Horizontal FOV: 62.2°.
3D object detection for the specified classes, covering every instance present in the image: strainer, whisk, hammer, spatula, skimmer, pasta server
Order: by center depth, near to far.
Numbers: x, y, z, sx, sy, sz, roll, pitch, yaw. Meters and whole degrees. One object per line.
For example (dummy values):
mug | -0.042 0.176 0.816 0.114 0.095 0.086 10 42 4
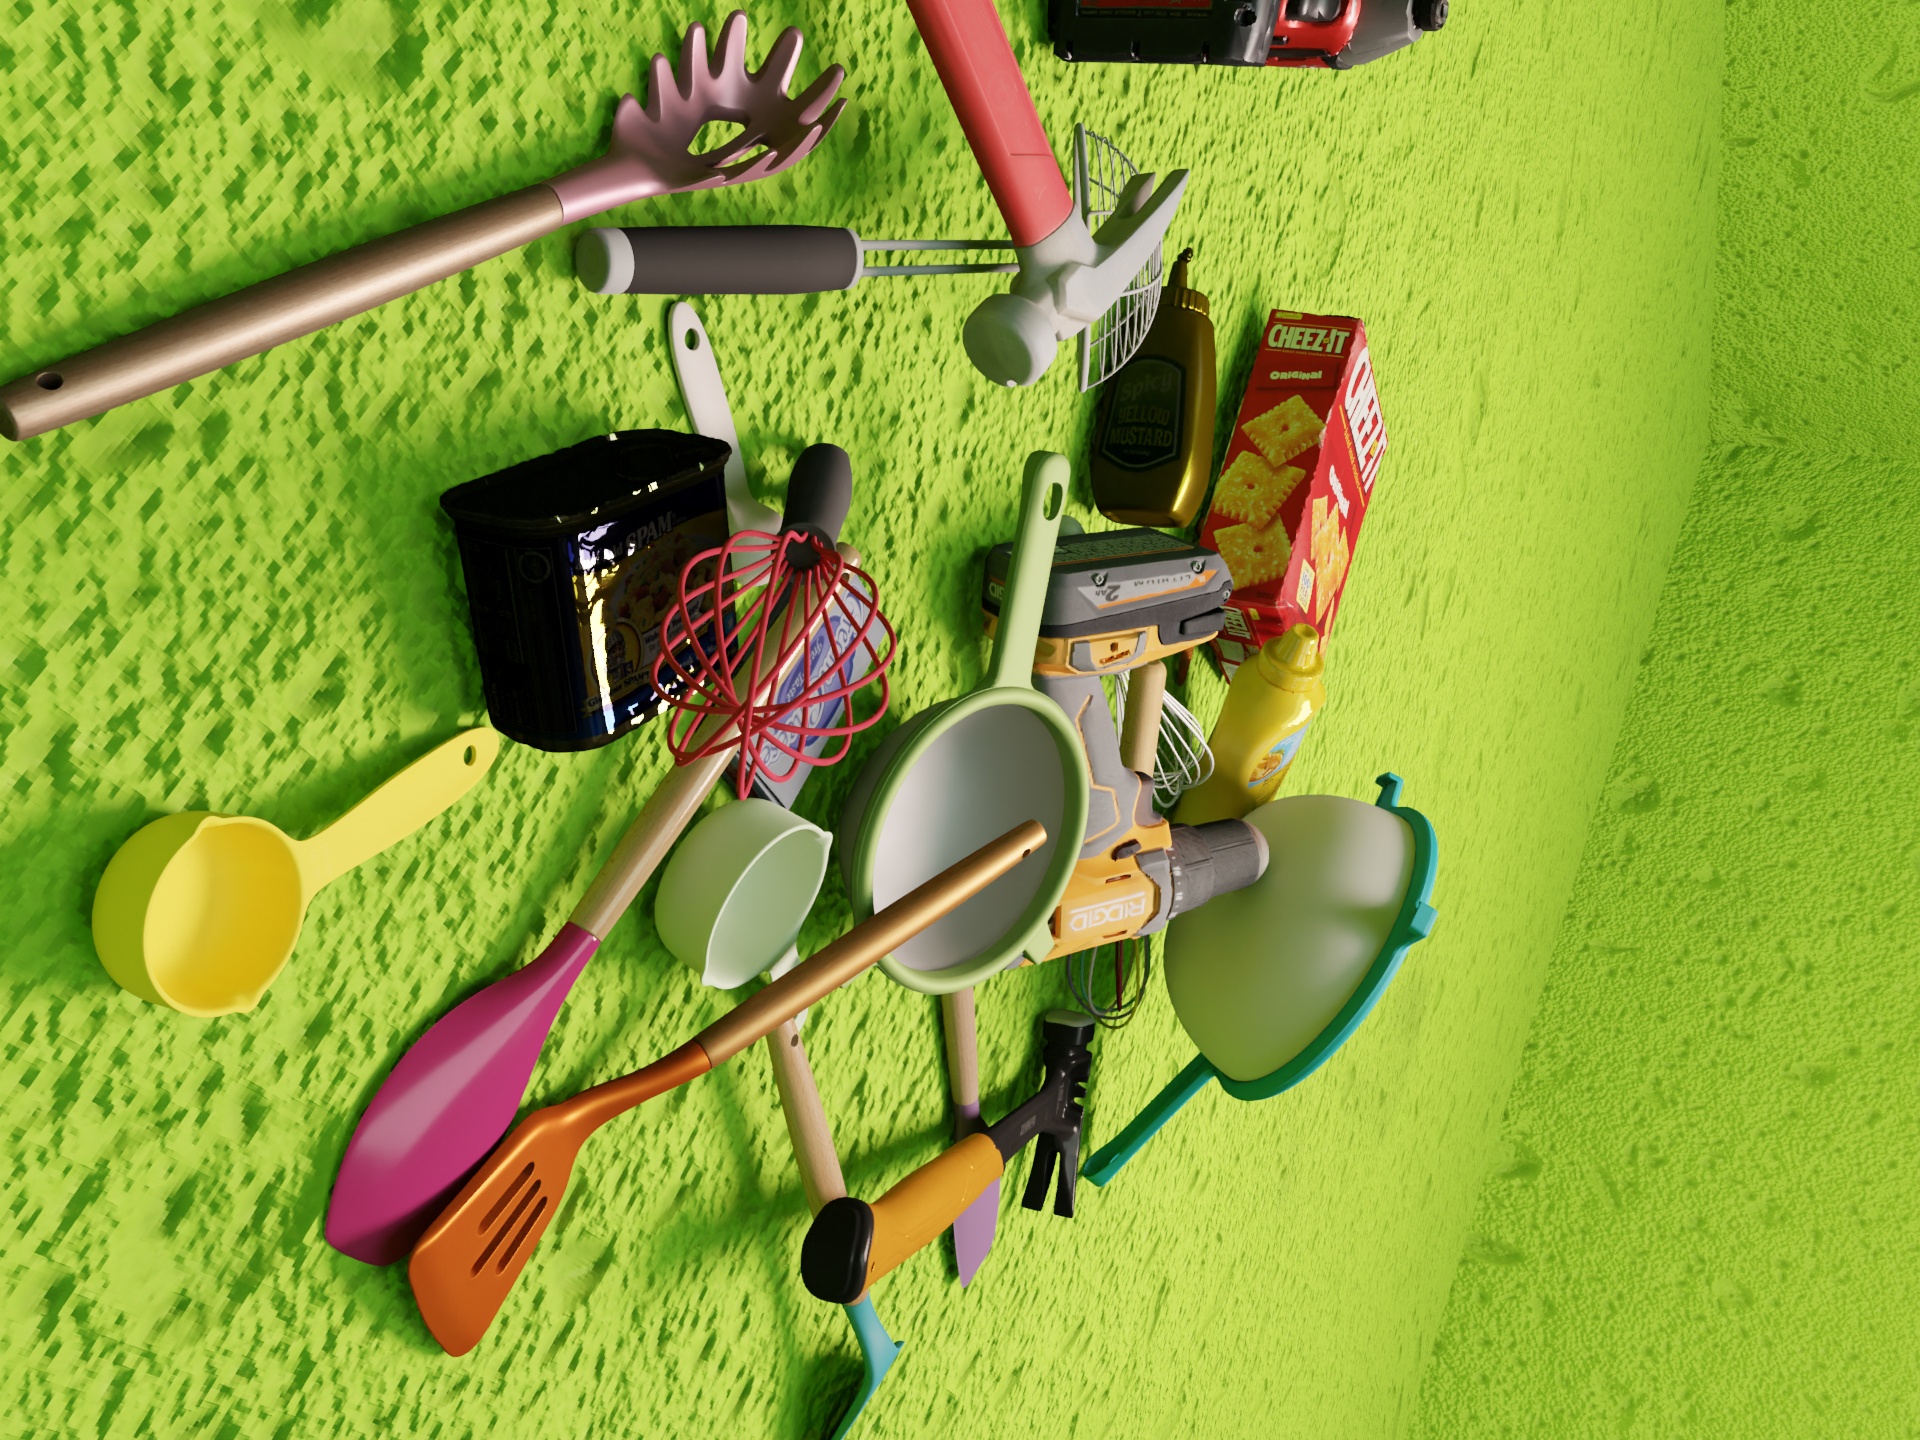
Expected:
pasta server | -0.146 -0.157 0.490 0.316 0.060 0.040 -42 171 -42
whisk | -0.055 -0.052 0.547 0.296 0.073 0.073 -92 180 -68
hammer | -0.018 -0.320 0.575 0.143 0.038 0.385 -53 132 -29
spatula | -0.080 0.129 0.647 0.322 0.041 0.081 -31 142 -28
skimmer | -0.026 -0.198 0.688 0.363 0.090 0.127 -18 112 -45
strainer | -0.001 -0.002 0.748 0.151 0.069 0.256 2 102 -47
spatula | -0.067 0.259 0.773 0.082 0.044 0.317 -44 136 -44
hammer | 0.004 0.244 0.842 0.336 0.034 0.127 0 97 -68
spatula | 0.002 0.189 0.887 0.060 0.018 0.315 -45 138 -50
whisk | 0.097 -0.031 0.940 0.246 0.058 0.059 58 44 -44
whisk | 0.102 0.079 0.952 0.047 0.051 0.244 -110 -158 -65
strainer | 0.155 0.167 1.011 0.340 0.095 0.211 -52 -173 23

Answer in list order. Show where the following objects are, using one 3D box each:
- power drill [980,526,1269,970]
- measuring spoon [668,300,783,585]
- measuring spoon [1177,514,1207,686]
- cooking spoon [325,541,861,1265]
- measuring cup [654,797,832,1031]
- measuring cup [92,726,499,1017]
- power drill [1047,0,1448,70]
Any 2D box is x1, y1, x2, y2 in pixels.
power drill | 0.094 0.014 0.860 0.185 0.084 0.226 -10 112 -26
measuring spoon | -0.089 -0.106 0.624 0.034 0.018 0.124 -50 140 -38
measuring spoon | 0.153 -0.080 1.057 0.021 0.011 0.117 -20 121 -63
cooking spoon | -0.126 0.057 0.595 0.319 0.017 0.068 -58 145 -19
measuring cup | -0.091 0.093 0.687 0.083 0.038 0.167 -49 158 -27
measuring cup | -0.199 0.035 0.492 0.156 0.029 0.062 -47 140 -59
power drill | 0.152 -0.371 0.815 0.219 0.143 0.078 -24 124 -52
